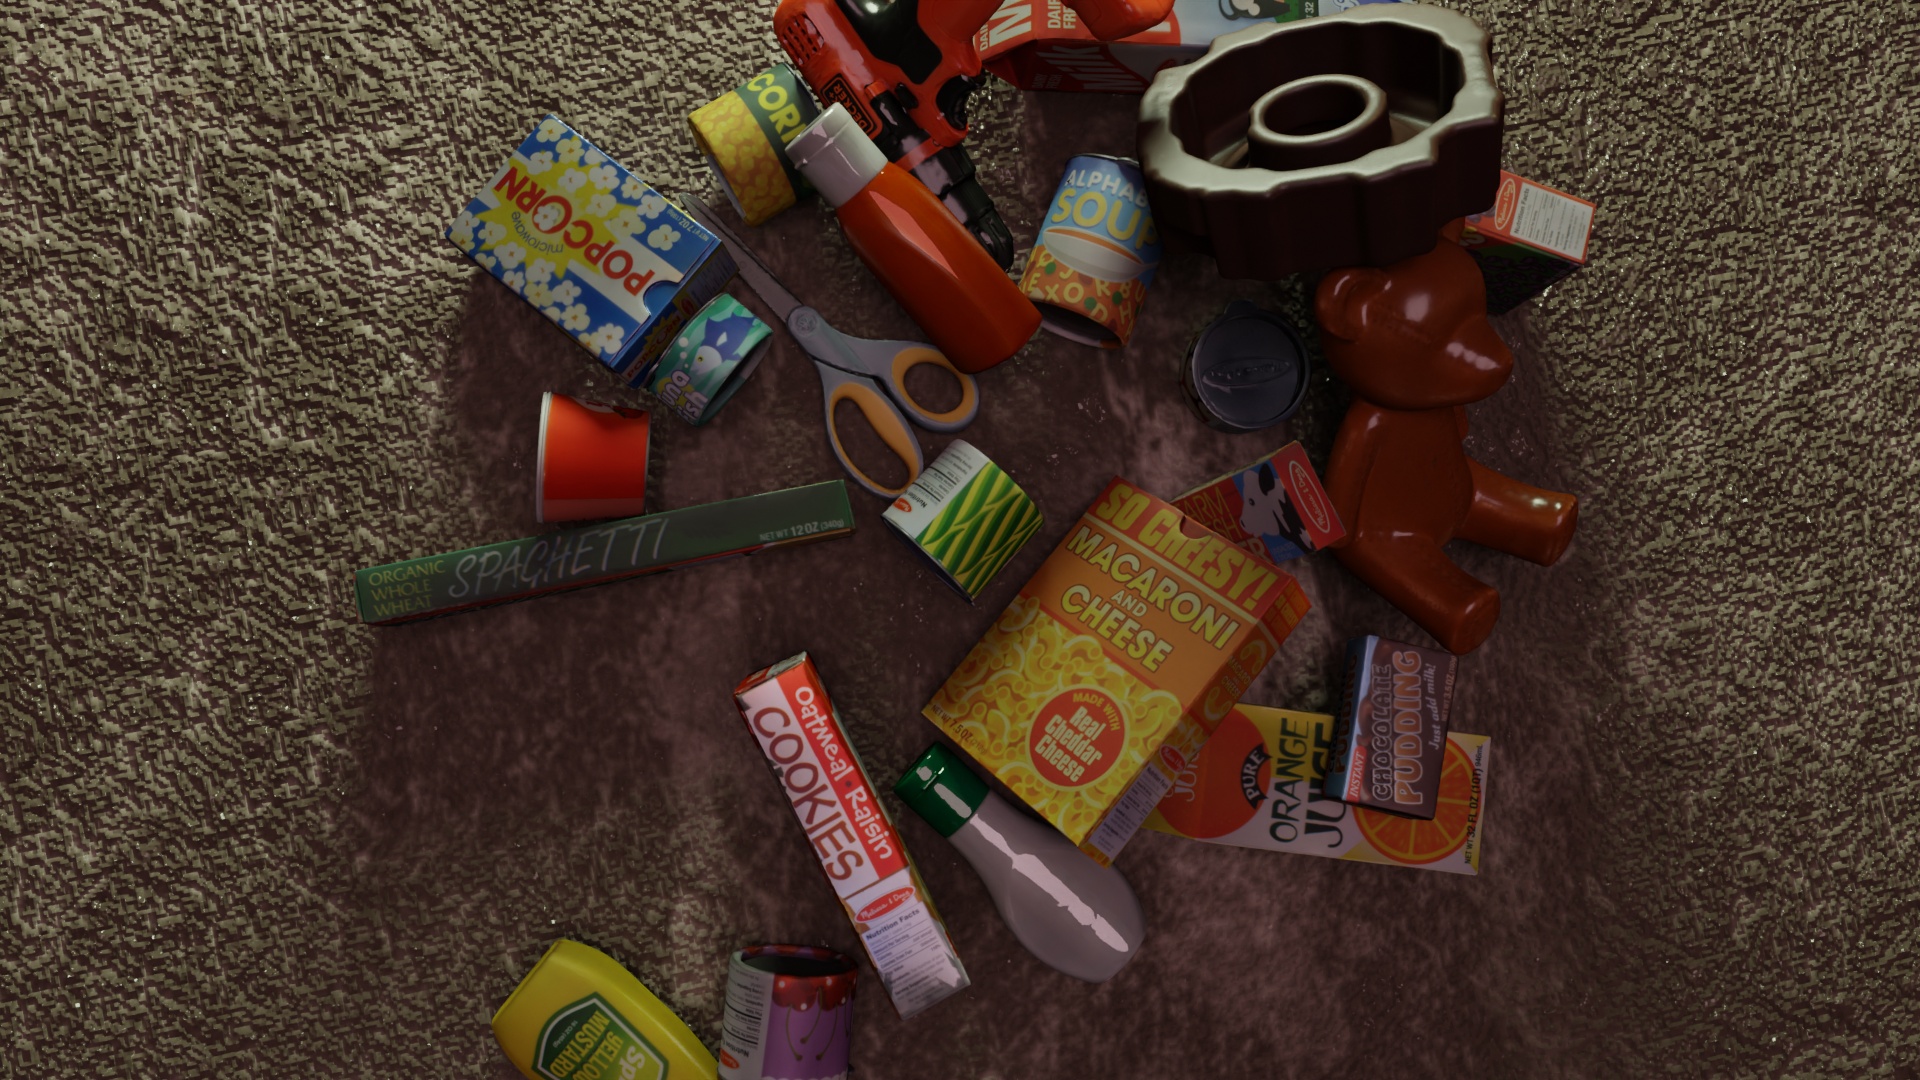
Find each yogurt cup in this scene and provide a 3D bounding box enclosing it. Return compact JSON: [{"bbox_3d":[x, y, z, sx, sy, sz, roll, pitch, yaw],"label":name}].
[{"bbox_3d":[-0.187,-0.041,0.711,0.054,0.072,0.072,3,87,-13],"label":"yogurt cup"}]

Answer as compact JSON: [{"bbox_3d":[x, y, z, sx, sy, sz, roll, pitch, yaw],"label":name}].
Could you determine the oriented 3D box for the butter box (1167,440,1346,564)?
[{"bbox_3d":[0.151,-0.012,0.722,0.024,0.103,0.053,-26,89,-25],"label":"butter box"}]

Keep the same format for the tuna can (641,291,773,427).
[{"bbox_3d":[-0.130,-0.091,0.715,0.033,0.071,0.071,39,84,-3],"label":"tuna can"}]

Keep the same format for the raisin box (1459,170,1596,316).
[{"bbox_3d":[0.260,-0.169,0.749,0.123,0.086,0.040,19,80,-4],"label":"raisin box"}]

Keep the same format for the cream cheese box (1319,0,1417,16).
[{"bbox_3d":[0.240,-0.278,0.784,0.104,0.024,0.053,32,86,-3],"label":"cream cheese box"}]

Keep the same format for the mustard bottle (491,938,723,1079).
[{"bbox_3d":[-0.158,0.271,0.703,0.160,0.049,0.065,39,86,-2],"label":"mustard bottle"}]

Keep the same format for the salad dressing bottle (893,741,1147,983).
[{"bbox_3d":[0.031,0.167,0.731,0.147,0.044,0.064,43,86,-1],"label":"salad dressing bottle"}]

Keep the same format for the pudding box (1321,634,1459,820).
[{"bbox_3d":[0.211,0.092,0.685,0.050,0.030,0.084,13,79,-3],"label":"pudding box"}]

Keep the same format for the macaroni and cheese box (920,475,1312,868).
[{"bbox_3d":[0.077,0.061,0.707,0.166,0.040,0.124,-51,50,-6],"label":"macaroni and cheese box"}]

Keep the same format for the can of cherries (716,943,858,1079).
[{"bbox_3d":[-0.085,0.241,0.705,0.071,0.071,0.058,6,86,-5],"label":"can of cherries"}]

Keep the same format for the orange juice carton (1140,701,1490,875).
[{"bbox_3d":[0.170,0.124,0.731,0.193,0.073,0.072,8,85,-5],"label":"orange juice carton"}]

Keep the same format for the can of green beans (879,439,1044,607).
[{"bbox_3d":[0.001,-0.011,0.725,0.071,0.071,0.058,44,84,-2],"label":"can of green beans"}]

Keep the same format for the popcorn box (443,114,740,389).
[{"bbox_3d":[-0.189,-0.148,0.712,0.127,0.038,0.085,37,83,15],"label":"popcorn box"}]

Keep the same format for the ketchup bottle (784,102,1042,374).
[{"bbox_3d":[-0.026,-0.151,0.702,0.148,0.064,0.044,47,66,-19],"label":"ketchup bottle"}]

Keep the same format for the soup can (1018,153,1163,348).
[{"bbox_3d":[0.073,-0.153,0.737,0.071,0.071,0.084,21,86,-4],"label":"soup can"}]

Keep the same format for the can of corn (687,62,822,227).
[{"bbox_3d":[-0.101,-0.206,0.723,0.058,0.071,0.071,-31,90,-5],"label":"can of corn"}]

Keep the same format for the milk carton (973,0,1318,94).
[{"bbox_3d":[0.089,-0.287,0.745,0.191,0.073,0.072,0,87,-5],"label":"milk carton"}]

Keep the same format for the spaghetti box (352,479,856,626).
[{"bbox_3d":[-0.179,0.007,0.715,0.250,0.050,0.028,-11,87,-6],"label":"spaghetti box"}]

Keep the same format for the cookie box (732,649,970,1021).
[{"bbox_3d":[-0.056,0.137,0.683,0.040,0.123,0.167,-27,90,-7],"label":"cookie box"}]

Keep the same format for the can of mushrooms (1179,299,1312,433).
[{"bbox_3d":[0.155,-0.094,0.761,0.071,0.033,0.071,0,87,-5],"label":"can of mushrooms"}]
